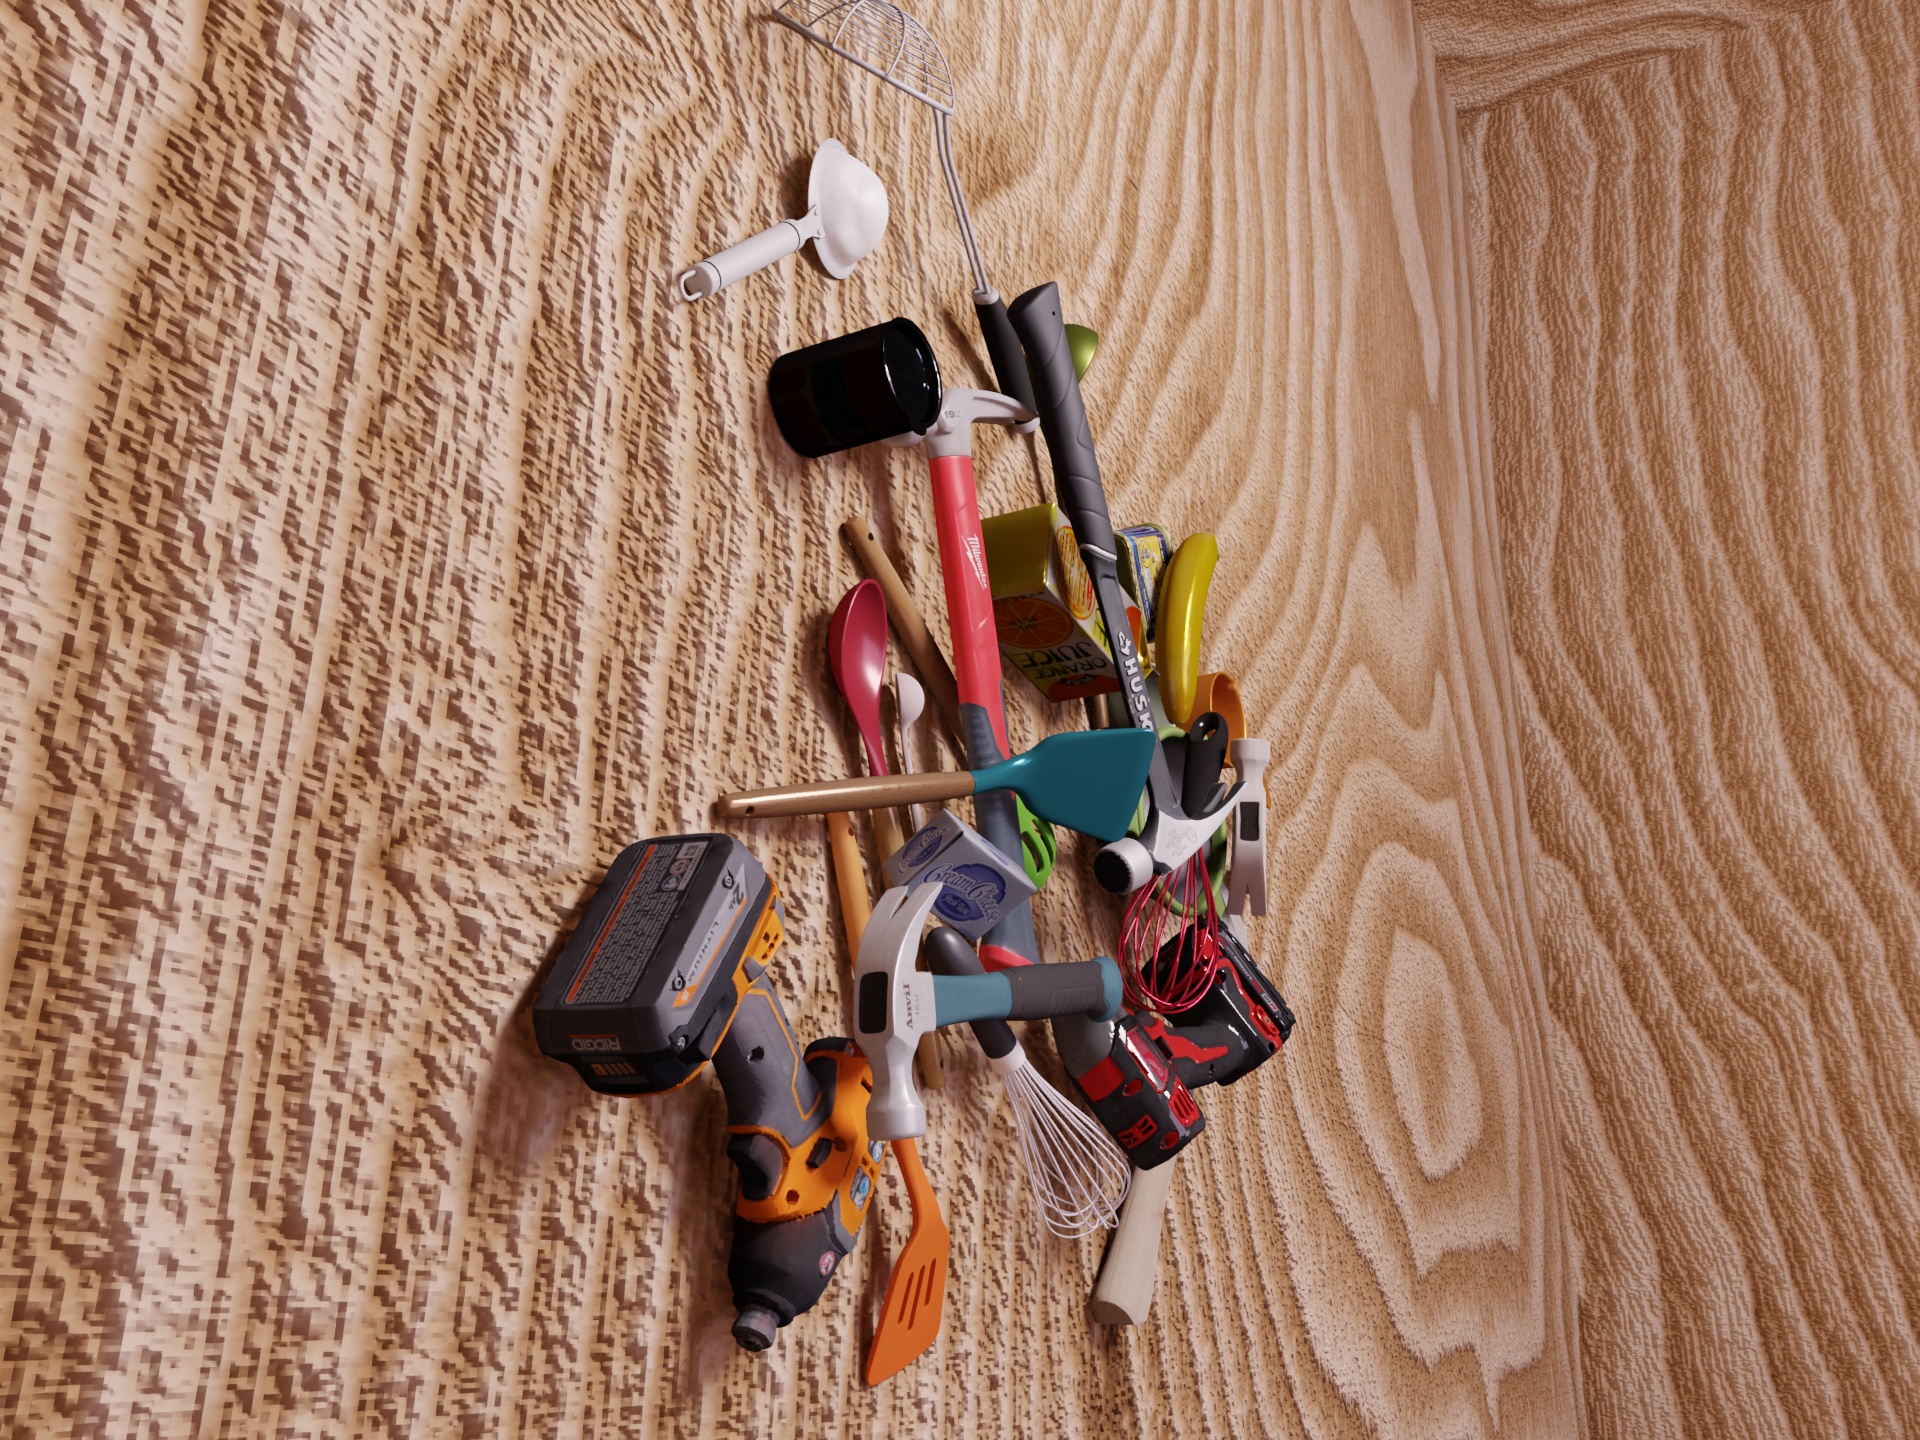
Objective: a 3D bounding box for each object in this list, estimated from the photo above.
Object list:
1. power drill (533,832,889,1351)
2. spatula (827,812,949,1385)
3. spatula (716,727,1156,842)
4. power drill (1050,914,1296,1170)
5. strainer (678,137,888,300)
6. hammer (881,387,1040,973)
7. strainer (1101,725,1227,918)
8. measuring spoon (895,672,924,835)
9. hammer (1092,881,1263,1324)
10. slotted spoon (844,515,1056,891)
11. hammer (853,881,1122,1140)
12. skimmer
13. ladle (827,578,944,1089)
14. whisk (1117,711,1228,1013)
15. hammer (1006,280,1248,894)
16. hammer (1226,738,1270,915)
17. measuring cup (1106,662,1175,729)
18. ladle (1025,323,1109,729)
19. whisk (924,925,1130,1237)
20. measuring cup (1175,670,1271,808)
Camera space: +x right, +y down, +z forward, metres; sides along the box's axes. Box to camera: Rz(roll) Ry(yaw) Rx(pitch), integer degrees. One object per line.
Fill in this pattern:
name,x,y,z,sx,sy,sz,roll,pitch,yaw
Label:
power drill,-0.108,0.183,0.765,0.226,0.084,0.164,63,33,-35
spatula,-0.048,0.212,0.921,0.081,0.041,0.323,-1,78,-61
spatula,-0.007,0.042,0.945,0.317,0.044,0.082,-4,117,-44
power drill,0.148,0.225,1.164,0.143,0.078,0.219,53,31,13
strainer,-0.099,-0.296,0.971,0.258,0.050,0.086,-50,139,-50
hammer,0.022,-0.023,1.047,0.143,0.038,0.386,-10,93,-52
strainer,0.119,0.078,1.220,0.256,0.069,0.151,10,73,-53
measuring spoon,-0.026,0.031,1.007,0.034,0.018,0.124,-171,-106,-84
hammer,0.169,0.292,1.270,0.146,0.038,0.411,63,34,-26
slotted spoon,-0.002,-0.003,1.066,0.313,0.031,0.070,61,38,-28
hammer,0.027,0.163,0.936,0.330,0.033,0.128,15,67,-64
skimmer,-0.024,-0.333,1.102,0.127,0.090,0.362,48,-14,44
ladle,-0.042,0.072,0.970,0.069,0.031,0.315,-20,101,-68
whisk,0.166,0.095,1.172,0.073,0.073,0.296,59,33,-33
hammer,0.104,-0.096,1.092,0.149,0.036,0.409,-22,100,-42
hammer,0.246,0.114,1.357,0.331,0.031,0.130,53,40,-73
measuring cup,0.162,-0.030,1.357,0.083,0.038,0.168,68,29,-22
ladle,0.099,-0.152,1.264,0.078,0.062,0.320,-164,-116,-74
whisk,0.040,0.237,1.024,0.284,0.070,0.070,62,34,-30
measuring cup,0.237,0.029,1.458,0.173,0.052,0.095,56,37,-40
